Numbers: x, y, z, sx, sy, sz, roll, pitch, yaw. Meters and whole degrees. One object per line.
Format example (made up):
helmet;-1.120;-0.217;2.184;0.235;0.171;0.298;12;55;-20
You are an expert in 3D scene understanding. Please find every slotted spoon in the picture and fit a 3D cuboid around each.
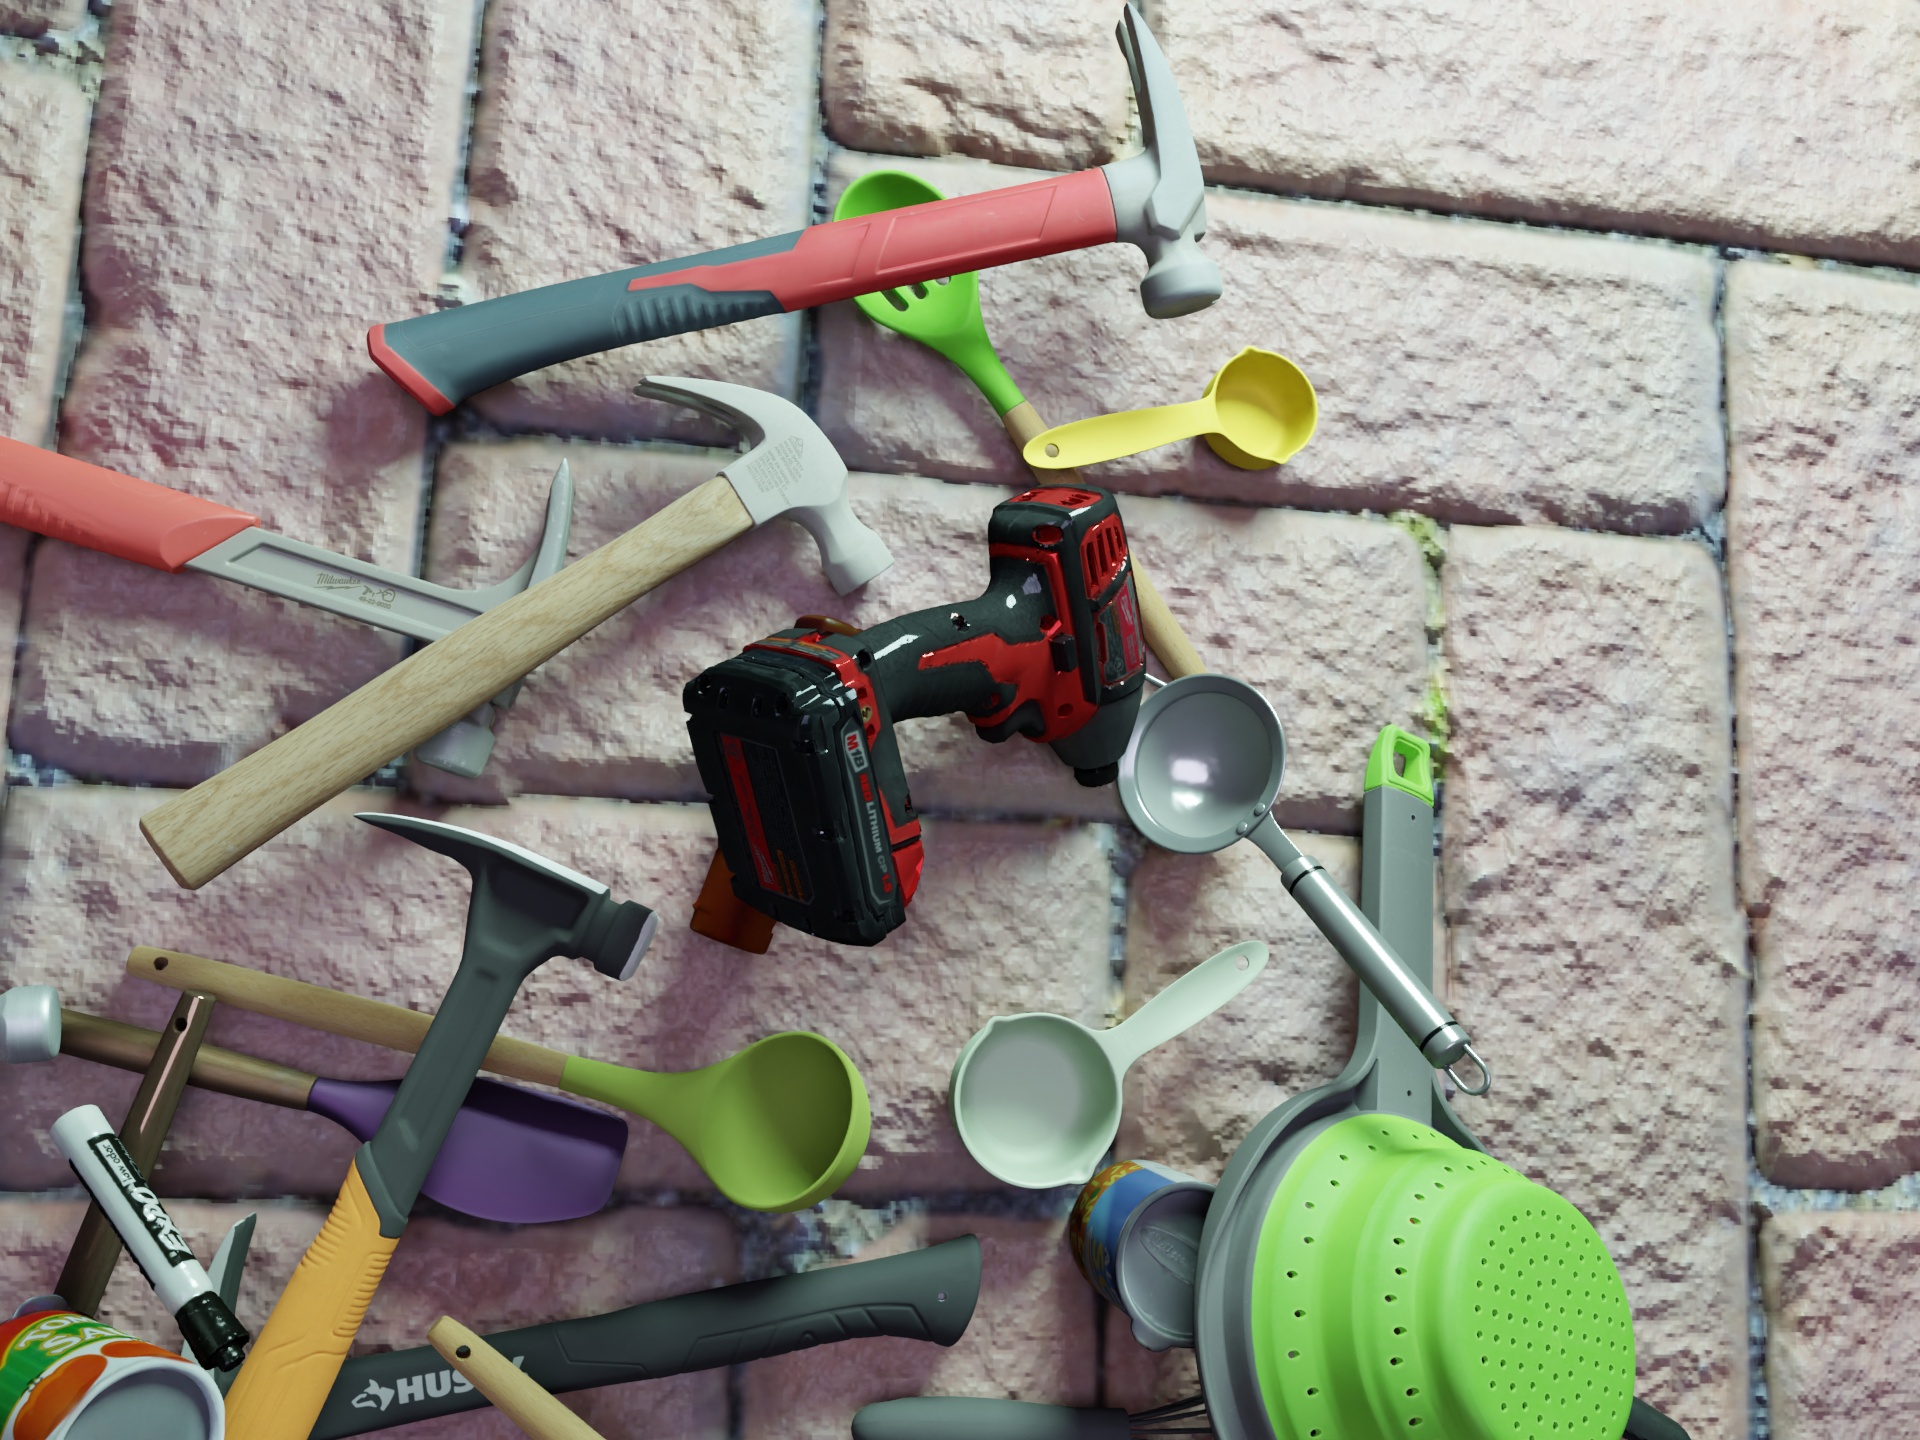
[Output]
slotted spoon;0.038;-0.128;0.773;0.070;0.031;0.314;-34;90;-13

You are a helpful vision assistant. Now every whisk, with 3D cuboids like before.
whisk;0.071;0.315;0.699;0.239;0.055;0.055;4;80;-6

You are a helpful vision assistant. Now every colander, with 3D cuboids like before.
colander;0.211;0.172;0.674;0.204;0.094;0.397;23;61;-26

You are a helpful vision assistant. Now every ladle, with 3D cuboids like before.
ladle;-0.096;0.347;0.651;0.315;0.031;0.069;44;72;-8
ladle;-0.194;0.139;0.674;0.320;0.062;0.078;16;63;-5

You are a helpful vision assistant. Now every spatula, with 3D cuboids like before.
spatula;-0.298;0.152;0.668;0.316;0.018;0.060;17;51;-6

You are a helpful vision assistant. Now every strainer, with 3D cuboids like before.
strainer;0.147;0.065;0.706;0.087;0.050;0.259;-48;50;15

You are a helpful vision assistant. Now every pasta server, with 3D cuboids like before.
pasta server;-0.362;0.258;0.622;0.060;0.040;0.316;19;83;2

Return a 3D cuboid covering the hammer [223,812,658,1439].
hammer;-0.246;0.204;0.624;0.127;0.034;0.337;24;80;-2

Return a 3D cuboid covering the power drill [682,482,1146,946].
power drill;-0.001;-0.002;0.680;0.219;0.079;0.143;-32;121;-38

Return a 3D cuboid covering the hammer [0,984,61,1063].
hammer;-0.404;0.268;0.580;0.128;0.033;0.331;-1;82;-21

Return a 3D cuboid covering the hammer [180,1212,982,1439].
hammer;-0.154;0.260;0.672;0.334;0.035;0.146;-7;83;-11

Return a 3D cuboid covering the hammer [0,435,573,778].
hammer;-0.357;-0.096;0.691;0.359;0.036;0.149;18;78;-7

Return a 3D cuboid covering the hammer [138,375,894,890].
hammer;-0.190;-0.039;0.682;0.331;0.031;0.130;-36;101;-21

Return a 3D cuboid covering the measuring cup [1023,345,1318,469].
measuring cup;0.101;-0.141;0.781;0.156;0.029;0.062;-14;84;-15

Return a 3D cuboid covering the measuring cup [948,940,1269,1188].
measuring cup;0.069;0.148;0.730;0.167;0.038;0.083;-30;87;-15

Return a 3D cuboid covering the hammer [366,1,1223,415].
hammer;-0.080;-0.222;0.733;0.386;0.038;0.143;-13;89;-5
